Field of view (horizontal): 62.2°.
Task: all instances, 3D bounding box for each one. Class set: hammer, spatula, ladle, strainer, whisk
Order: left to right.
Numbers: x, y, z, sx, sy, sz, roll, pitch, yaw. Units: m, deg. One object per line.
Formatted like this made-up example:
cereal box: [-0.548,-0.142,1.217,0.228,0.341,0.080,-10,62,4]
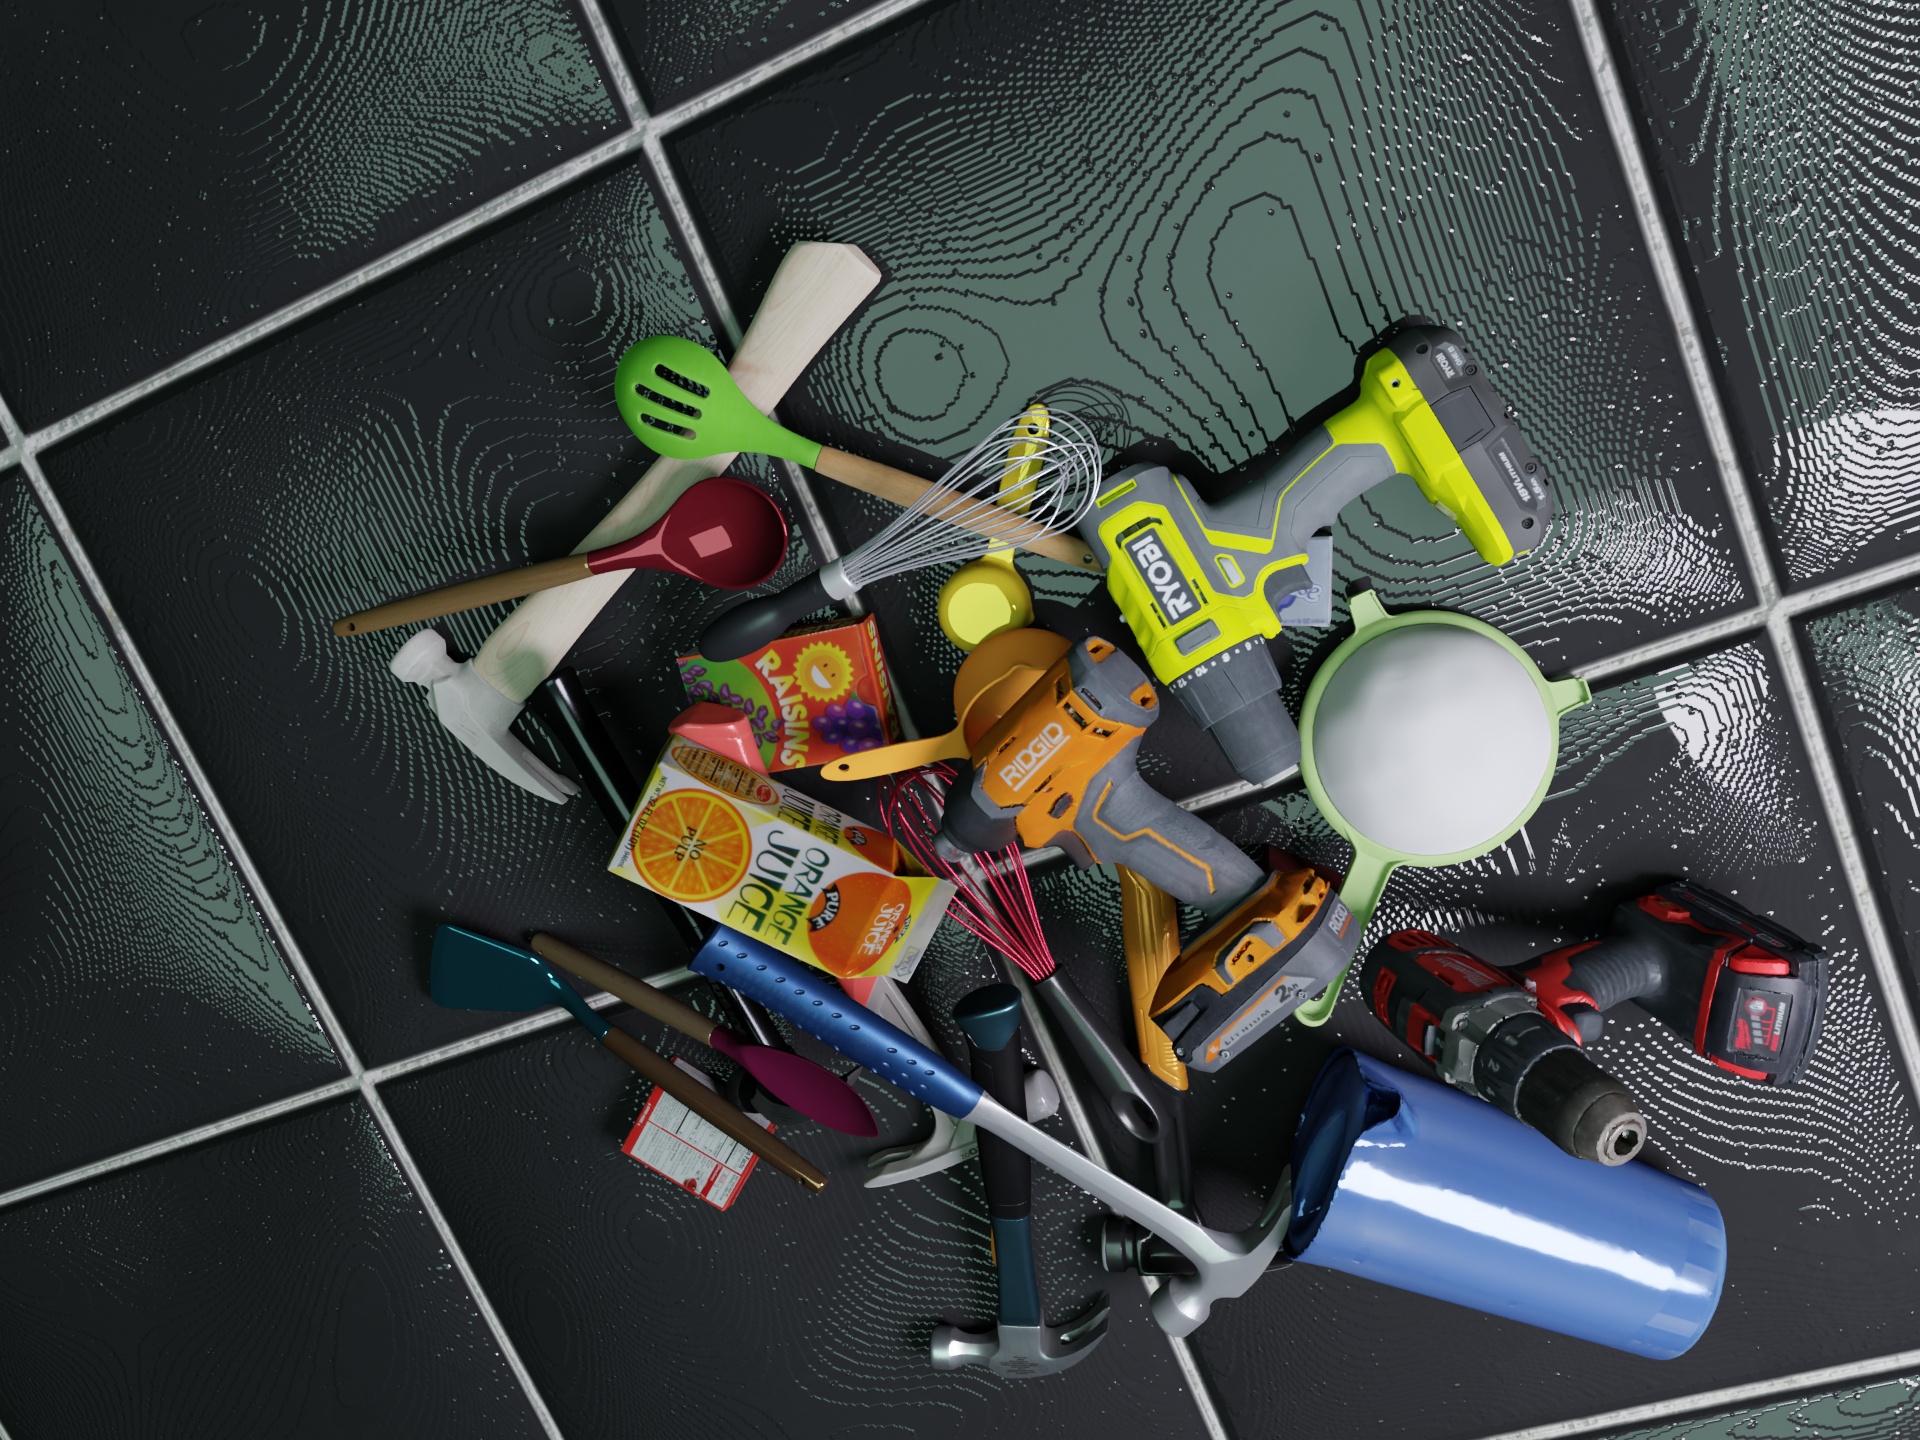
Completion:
ladle: [-0.249,-0.089,0.978,0.315,0.031,0.069,-12,106,14]
spatula: [-0.226,0.235,1.079,0.318,0.044,0.082,29,126,17]
hammer: [-0.186,-0.124,0.989,0.146,0.038,0.410,43,109,-5]
hammer: [-0.176,0.116,1.014,0.146,0.035,0.334,-12,109,54]
hammer: [-0.085,0.145,1.027,0.149,0.037,0.359,-26,109,17]
whisk: [-0.044,-0.097,0.915,0.284,0.070,0.070,-24,101,26]
hammer: [0.019,0.235,0.969,0.405,0.035,0.144,33,119,-8]
hammer: [0.030,0.312,1.049,0.128,0.033,0.330,0,118,9]
whisk: [0.043,0.144,0.998,0.073,0.073,0.296,-34,94,19]
hammer: [0.137,0.208,1.026,0.127,0.034,0.336,-5,106,13]
strainer: [0.251,0.060,0.904,0.151,0.069,0.256,23,92,1]

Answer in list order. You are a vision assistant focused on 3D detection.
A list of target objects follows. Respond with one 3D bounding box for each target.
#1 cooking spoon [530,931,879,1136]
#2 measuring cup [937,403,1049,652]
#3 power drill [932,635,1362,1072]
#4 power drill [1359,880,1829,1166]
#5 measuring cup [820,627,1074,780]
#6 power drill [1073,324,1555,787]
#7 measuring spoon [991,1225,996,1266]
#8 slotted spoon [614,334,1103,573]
cooking spoon: [-0.172,0.191,1.014,0.319,0.017,0.068,17,139,36]
measuring cup: [0.025,-0.112,0.953,0.062,0.029,0.156,17,111,6]
power drill: [0.095,0.085,0.905,0.226,0.084,0.164,47,116,5]
power drill: [0.355,0.162,0.856,0.226,0.188,0.080,-5,109,-19]
measuring cup: [-0.002,-0.003,0.959,0.173,0.052,0.095,-14,131,4]
power drill: [0.200,-0.090,0.873,0.228,0.080,0.190,-30,83,12]
measuring spoon: [0.032,0.332,1.096,0.021,0.011,0.117,6,107,9]
slotted spoon: [-0.058,-0.147,0.932,0.313,0.031,0.070,21,111,-1]
